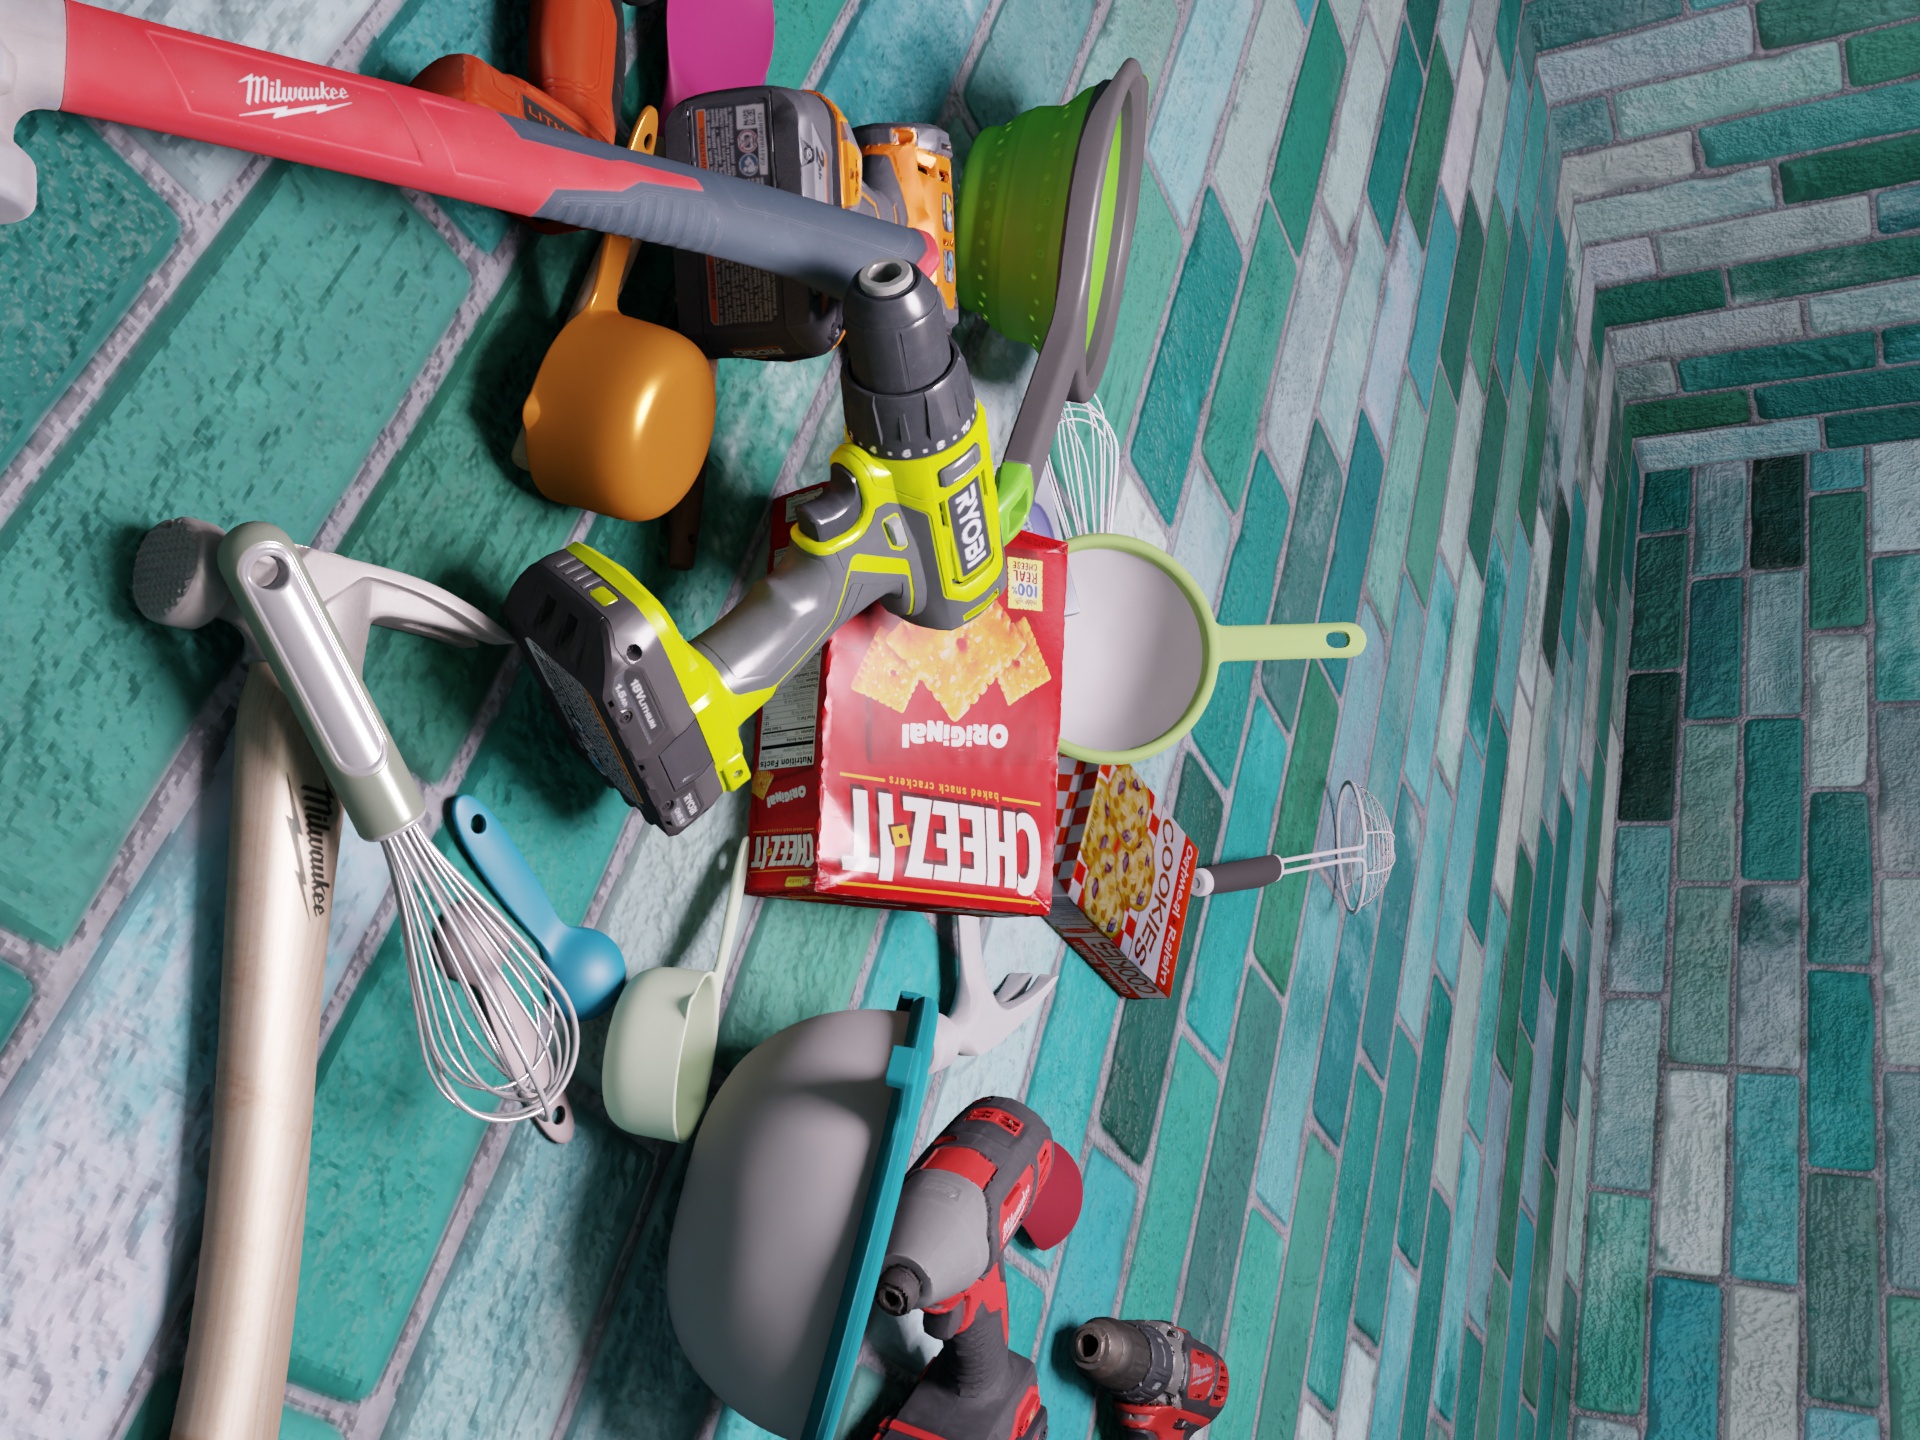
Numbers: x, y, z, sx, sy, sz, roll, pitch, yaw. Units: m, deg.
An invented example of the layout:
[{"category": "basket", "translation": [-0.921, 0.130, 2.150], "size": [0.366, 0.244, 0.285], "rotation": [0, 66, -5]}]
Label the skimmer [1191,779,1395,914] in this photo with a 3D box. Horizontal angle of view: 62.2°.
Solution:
[{"category": "skimmer", "translation": [0.286, 0.124, 1.412], "size": [0.363, 0.090, 0.127], "rotation": [-3, 92, -48]}]

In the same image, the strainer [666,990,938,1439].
[{"category": "strainer", "translation": [-0.098, 0.281, 0.727], "size": [0.211, 0.095, 0.340], "rotation": [120, -14, -87]}]

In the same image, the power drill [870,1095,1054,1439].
[{"category": "power drill", "translation": [-0.005, 0.321, 0.830], "size": [0.143, 0.078, 0.219], "rotation": [-37, 134, -58]}]

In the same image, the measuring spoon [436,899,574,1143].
[{"category": "measuring spoon", "translation": [-0.185, 0.130, 0.673], "size": [0.034, 0.018, 0.124], "rotation": [-47, 127, -49]}]

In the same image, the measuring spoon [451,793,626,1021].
[{"category": "measuring spoon", "translation": [-0.178, 0.080, 0.683], "size": [0.042, 0.021, 0.128], "rotation": [-60, 137, -41]}]

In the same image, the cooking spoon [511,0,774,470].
[{"category": "cooking spoon", "translation": [-0.150, -0.252, 0.752], "size": [0.068, 0.017, 0.319], "rotation": [39, 58, -42]}]

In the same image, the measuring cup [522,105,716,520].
[{"category": "measuring cup", "translation": [-0.133, -0.169, 0.684], "size": [0.095, 0.052, 0.173], "rotation": [-36, 145, -68]}]

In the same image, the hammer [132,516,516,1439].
[{"category": "hammer", "translation": [-0.241, 0.143, 0.568], "size": [0.146, 0.038, 0.411], "rotation": [17, 74, -58]}]

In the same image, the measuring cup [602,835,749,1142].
[{"category": "measuring cup", "translation": [-0.130, 0.117, 0.744], "size": [0.168, 0.038, 0.083], "rotation": [-82, 176, -45]}]

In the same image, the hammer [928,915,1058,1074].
[{"category": "hammer", "translation": [-0.002, -0.003, 0.960], "size": [0.144, 0.035, 0.405], "rotation": [-6, 93, -57]}]

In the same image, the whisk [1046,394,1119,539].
[{"category": "whisk", "translation": [0.091, -0.095, 1.099], "size": [0.070, 0.070, 0.284], "rotation": [-42, 127, -51]}]

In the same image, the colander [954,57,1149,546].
[{"category": "colander", "translation": [0.031, -0.245, 0.931], "size": [0.204, 0.094, 0.397], "rotation": [90, 14, -49]}]

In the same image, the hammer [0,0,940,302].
[{"category": "hammer", "translation": [-0.170, -0.225, 0.599], "size": [0.386, 0.038, 0.143], "rotation": [1, 86, -39]}]

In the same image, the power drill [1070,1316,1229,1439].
[{"category": "power drill", "translation": [0.116, 0.519, 1.068], "size": [0.187, 0.080, 0.227], "rotation": [43, 50, -48]}]

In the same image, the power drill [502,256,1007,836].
[{"category": "power drill", "translation": [-0.076, -0.075, 0.692], "size": [0.228, 0.080, 0.190], "rotation": [-40, 146, -21]}]

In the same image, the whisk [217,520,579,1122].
[{"category": "whisk", "translation": [-0.199, 0.044, 0.568], "size": [0.058, 0.059, 0.246], "rotation": [-31, 114, -26]}]

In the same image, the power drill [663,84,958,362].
[{"category": "power drill", "translation": [-0.061, -0.232, 0.821], "size": [0.226, 0.084, 0.164], "rotation": [-31, 120, -67]}]

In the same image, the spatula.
[{"category": "spatula", "translation": [-0.128, -0.228, 0.795], "size": [0.059, 0.018, 0.316], "rotation": [15, 73, -48]}]

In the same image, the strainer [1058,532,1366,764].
[{"category": "strainer", "translation": [0.140, -0.046, 1.061], "size": [0.256, 0.069, 0.151], "rotation": [-3, 84, -13]}]

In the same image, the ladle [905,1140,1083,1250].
[{"category": "ladle", "translation": [-0.003, 0.279, 0.944], "size": [0.315, 0.031, 0.069], "rotation": [26, 65, -53]}]
